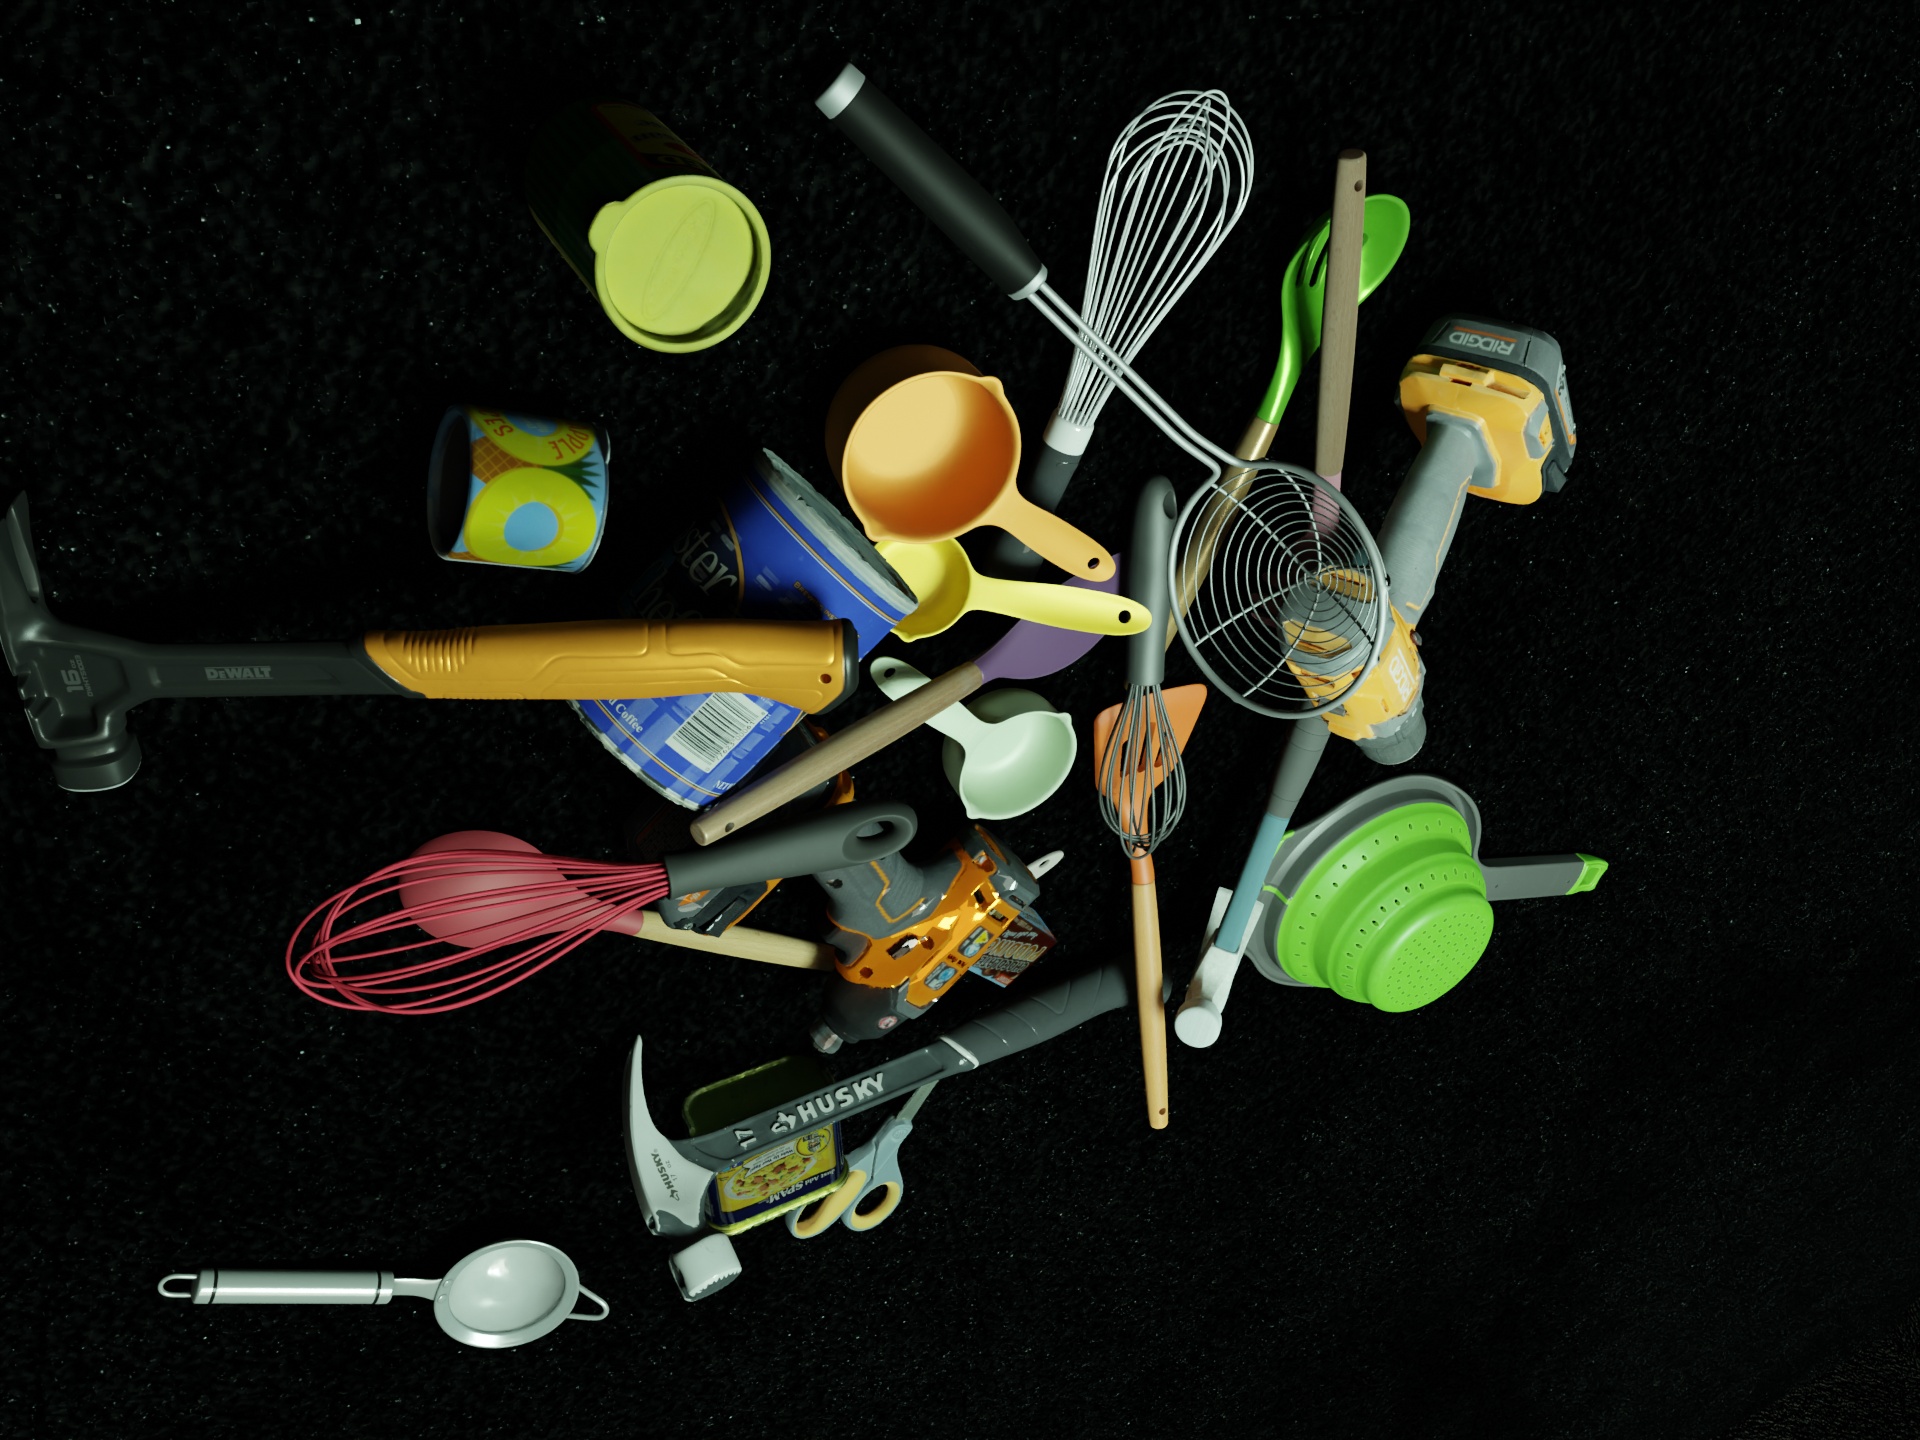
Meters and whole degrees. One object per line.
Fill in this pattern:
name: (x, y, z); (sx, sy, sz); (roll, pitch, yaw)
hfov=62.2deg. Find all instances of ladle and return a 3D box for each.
ladle: (-0.162, 0.117, 0.891); (0.315, 0.031, 0.069); (19, 110, -43)

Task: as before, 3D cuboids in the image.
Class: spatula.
spatula: (0.124, 0.129, 1.034); (0.081, 0.041, 0.322); (-14, 111, -23)
spatula: (-0.011, -0.012, 0.821); (0.316, 0.018, 0.059); (-31, 137, -37)

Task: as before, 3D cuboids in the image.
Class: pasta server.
pasta server: (0.195, -0.161, 0.860); (0.060, 0.040, 0.315); (-31, 141, -19)

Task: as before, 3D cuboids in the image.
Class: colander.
colander: (0.389, 0.147, 1.216); (0.397, 0.095, 0.204); (1, 124, -33)

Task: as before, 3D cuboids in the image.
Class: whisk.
whisk: (-0.157, 0.077, 0.741); (0.295, 0.073, 0.073); (-12, 130, -22)
whisk: (0.109, -0.027, 0.917); (0.055, 0.055, 0.238); (-13, 118, -24)
whisk: (0.065, -0.171, 0.784); (0.070, 0.070, 0.284); (1, 128, -33)

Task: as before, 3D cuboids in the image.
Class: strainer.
strainer: (-0.335, 0.334, 0.944); (0.258, 0.050, 0.087); (14, 110, -33)

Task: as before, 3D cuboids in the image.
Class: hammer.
hammer: (-0.022, 0.213, 1.007); (0.409, 0.149, 0.036); (-15, 153, -34)
hammer: (-0.210, -0.030, 0.653); (0.337, 0.034, 0.127); (-1, 127, -7)
hammer: (0.210, 0.046, 1.030); (0.128, 0.033, 0.331); (-45, 154, -67)

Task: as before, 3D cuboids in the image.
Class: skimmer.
skimmer: (0.063, -0.138, 0.721); (0.363, 0.127, 0.090); (39, 58, -27)

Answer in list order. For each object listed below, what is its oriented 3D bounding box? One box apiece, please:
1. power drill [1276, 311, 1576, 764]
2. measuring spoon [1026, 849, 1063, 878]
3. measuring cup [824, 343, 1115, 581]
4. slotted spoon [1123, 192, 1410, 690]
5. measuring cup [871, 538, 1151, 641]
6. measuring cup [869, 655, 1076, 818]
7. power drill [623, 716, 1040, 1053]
power drill: (0.267, -0.090, 0.905); (0.226, 0.084, 0.185); (-60, 146, -9)
measuring spoon: (0.011, 0.109, 1.005); (0.124, 0.018, 0.034); (-27, 149, -21)
measuring cup: (0.009, -0.118, 0.779); (0.173, 0.052, 0.095); (27, 110, -38)
slotted spoon: (0.156, -0.145, 0.882); (0.070, 0.031, 0.313); (0, 126, -36)
measuring cup: (0.023, -0.065, 0.824); (0.156, 0.029, 0.062); (9, 97, -16)
measuring cup: (-0.001, -0.003, 0.889); (0.083, 0.038, 0.167); (-47, 133, 8)
power drill: (-0.075, 0.099, 0.882); (0.164, 0.084, 0.226); (-46, 134, 7)
